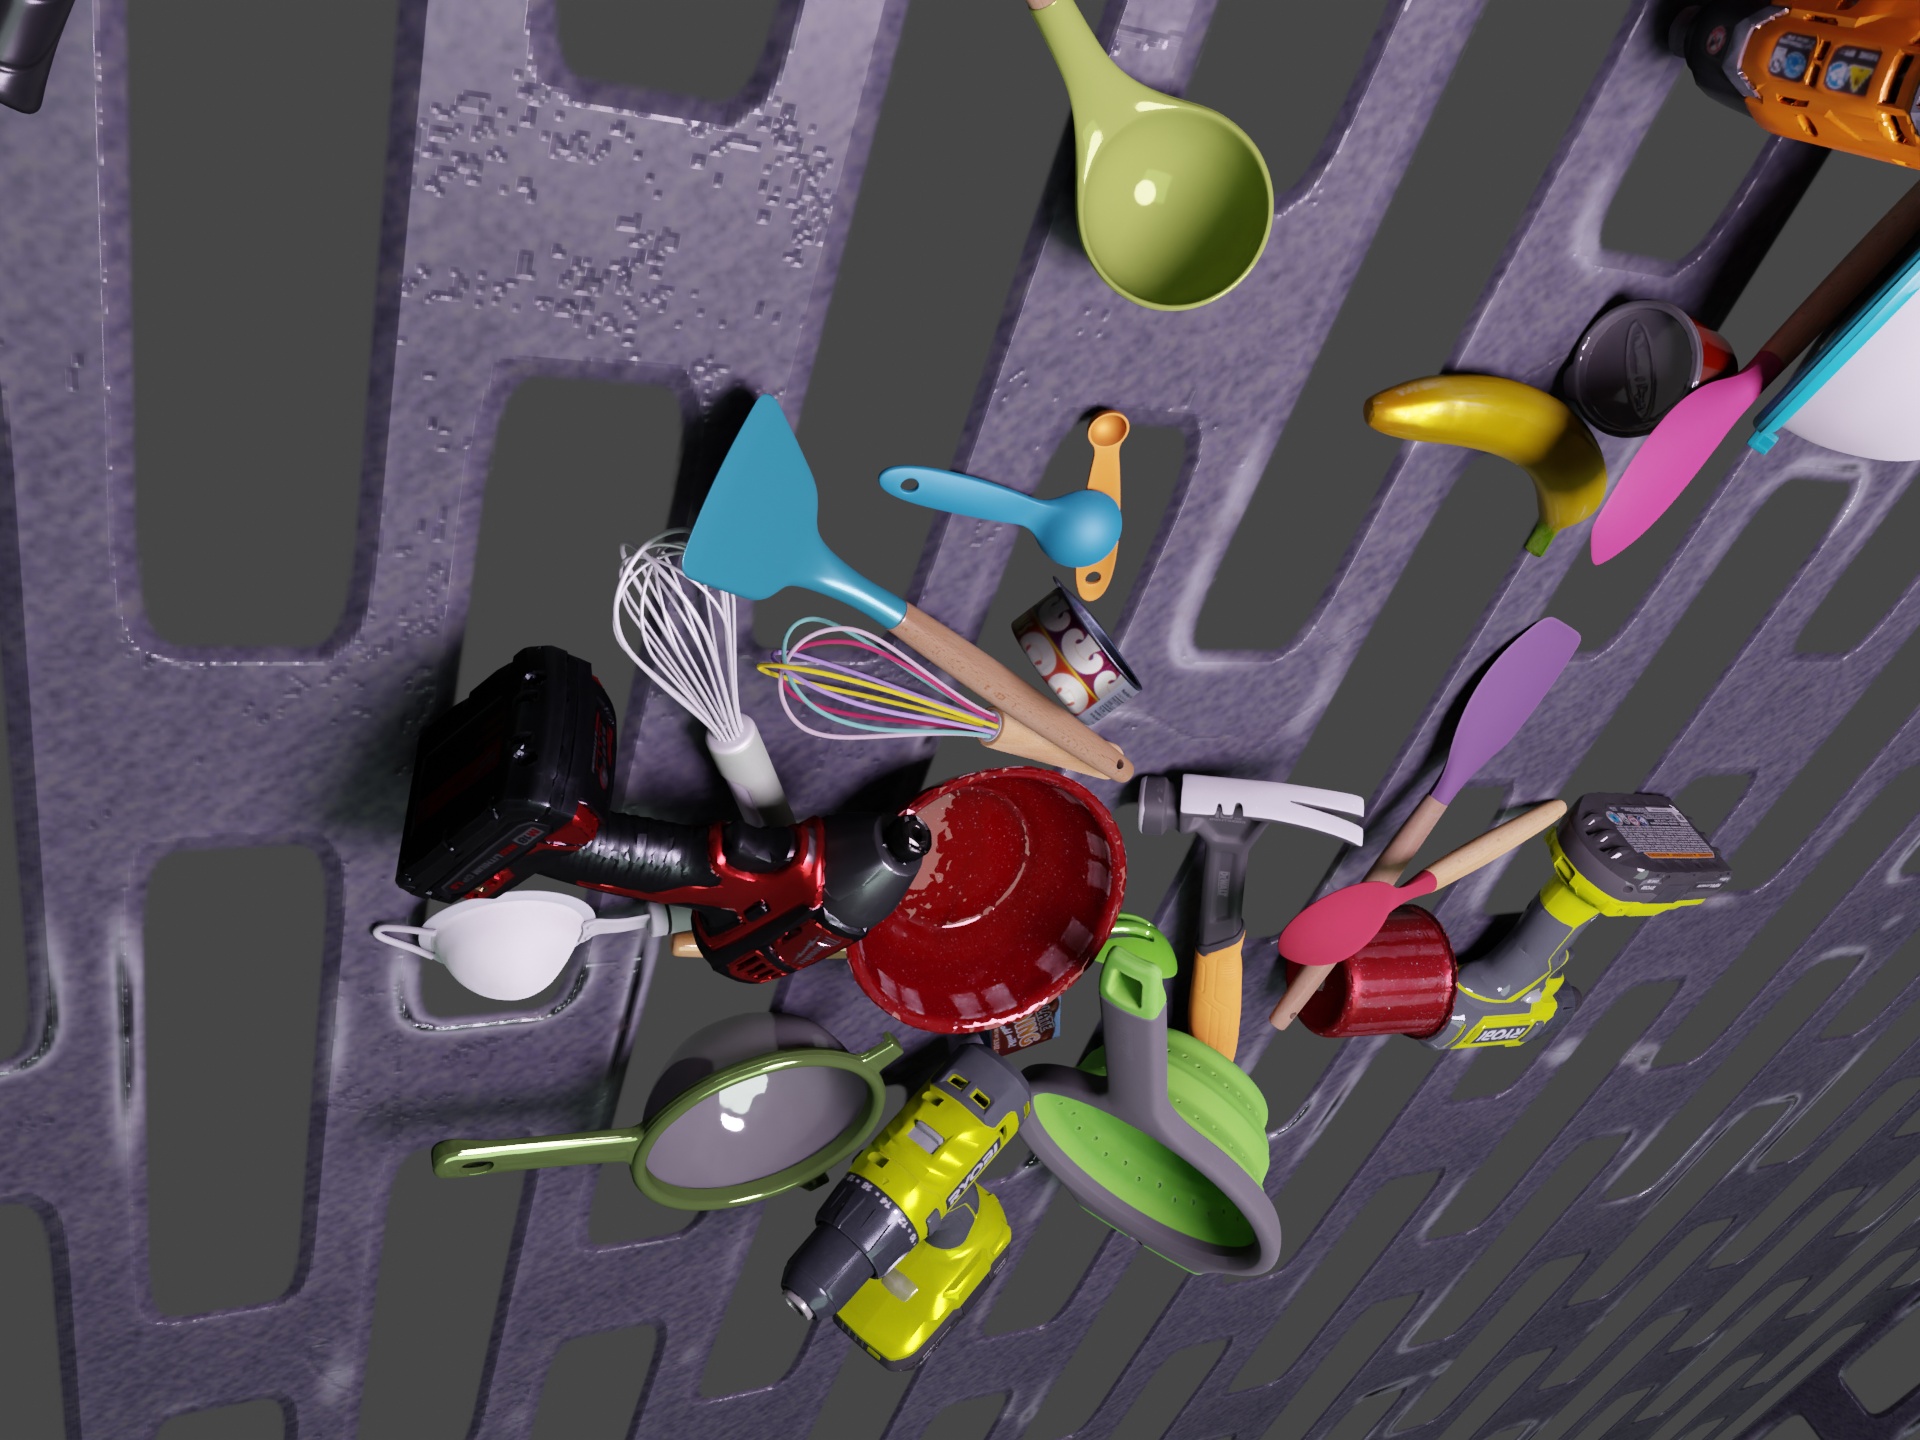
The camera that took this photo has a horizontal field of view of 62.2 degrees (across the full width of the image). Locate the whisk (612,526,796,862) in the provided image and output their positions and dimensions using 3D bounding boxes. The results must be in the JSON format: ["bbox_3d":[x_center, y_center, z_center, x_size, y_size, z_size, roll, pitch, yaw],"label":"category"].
[{"bbox_3d":[-0.110,0.002,0.743,0.059,0.058,0.246,-48,149,-24],"label":"whisk"}]

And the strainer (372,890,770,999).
[{"bbox_3d":[-0.163,0.104,0.820,0.258,0.050,0.086,-9,150,-25],"label":"strainer"}]

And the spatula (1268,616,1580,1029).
[{"bbox_3d":[0.286,0.070,1.008,0.059,0.018,0.316,20,109,-36],"label":"spatula"}]

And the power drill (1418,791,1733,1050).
[{"bbox_3d":[0.448,0.157,1.172,0.171,0.080,0.223,3,133,-32],"label":"power drill"}]

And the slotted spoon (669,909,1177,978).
[{"bbox_3d":[-0.012,0.128,0.917,0.313,0.070,0.031,3,110,-23],"label":"slotted spoon"}]

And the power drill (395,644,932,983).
[{"bbox_3d":[-0.125,0.054,0.721,0.219,0.079,0.143,25,138,-37],"label":"power drill"}]

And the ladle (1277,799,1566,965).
[{"bbox_3d":[0.305,0.094,1.000,0.315,0.031,0.069,-17,145,-42],"label":"ladle"}]

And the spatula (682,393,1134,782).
[{"bbox_3d":[-0.007,-0.035,0.744,0.317,0.044,0.082,32,76,-40],"label":"spatula"}]

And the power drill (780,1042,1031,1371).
[{"bbox_3d":[-0.035,0.330,1.024,0.190,0.080,0.228,-44,153,-29],"label":"power drill"}]

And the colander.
[{"bbox_3d":[0.131,0.223,1.007,0.094,0.205,0.396,-52,152,-28],"label":"colander"}]

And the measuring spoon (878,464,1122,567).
[{"bbox_3d":[0.021,-0.093,0.730,0.128,0.021,0.042,10,133,-29],"label":"measuring spoon"}]

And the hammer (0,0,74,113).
[{"bbox_3d":[-0.184,-0.285,0.387,0.035,0.146,0.334,19,131,-39],"label":"hammer"}]

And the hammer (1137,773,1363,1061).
[{"bbox_3d":[0.174,0.152,1.022,0.127,0.034,0.336,5,140,9],"label":"hammer"}]

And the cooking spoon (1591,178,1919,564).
[{"bbox_3d":[0.417,-0.195,0.785,0.319,0.017,0.068,-45,144,-7],"label":"cooking spoon"}]

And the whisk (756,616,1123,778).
[{"bbox_3d":[-0.003,-0.003,0.805,0.244,0.051,0.047,16,143,-43],"label":"whisk"}]

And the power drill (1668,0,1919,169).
[{"bbox_3d":[0.362,-0.336,0.600,0.084,0.164,0.226,-4,120,-25],"label":"power drill"}]

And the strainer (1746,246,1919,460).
[{"bbox_3d":[0.478,-0.196,0.703,0.211,0.095,0.340,-49,168,12],"label":"strainer"}]

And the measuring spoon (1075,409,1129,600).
[{"bbox_3d":[0.066,-0.102,0.763,0.021,0.011,0.116,-9,138,-9],"label":"measuring spoon"}]

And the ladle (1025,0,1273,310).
[{"bbox_3d":[0.022,-0.267,0.544,0.078,0.062,0.319,-38,135,6],"label":"ladle"}]

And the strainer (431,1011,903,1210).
[{"bbox_3d":[-0.170,0.215,0.900,0.256,0.069,0.151,2,133,-30],"label":"strainer"}]
